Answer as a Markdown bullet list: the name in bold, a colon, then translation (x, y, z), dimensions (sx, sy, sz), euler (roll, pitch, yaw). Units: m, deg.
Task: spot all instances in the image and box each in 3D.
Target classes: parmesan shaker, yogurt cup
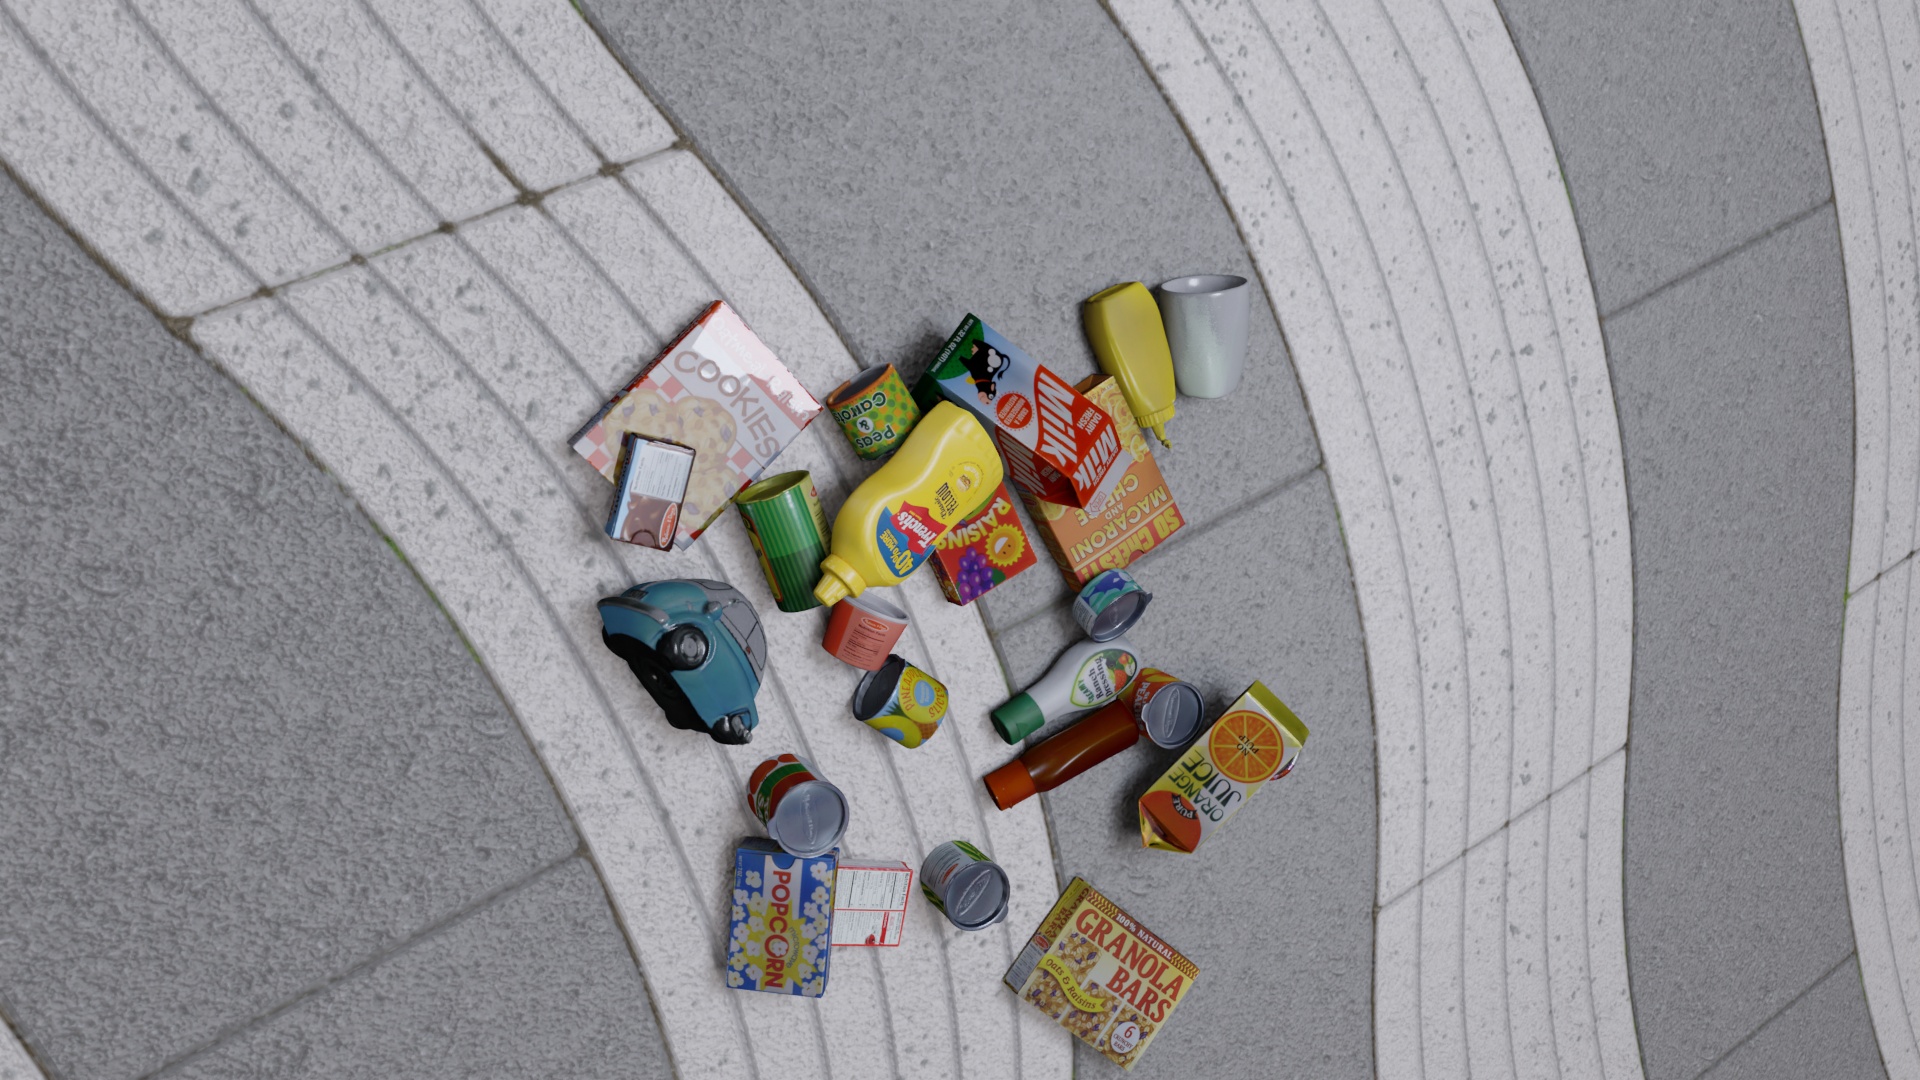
- **parmesan shaker**: translation (-0.139, 0.002, 1.155), dimensions (0.071, 0.071, 0.102), euler (-25, 108, -19)
- **yogurt cup**: translation (-0.084, 0.077, 1.197), dimensions (0.072, 0.072, 0.054), euler (22, 97, -26)

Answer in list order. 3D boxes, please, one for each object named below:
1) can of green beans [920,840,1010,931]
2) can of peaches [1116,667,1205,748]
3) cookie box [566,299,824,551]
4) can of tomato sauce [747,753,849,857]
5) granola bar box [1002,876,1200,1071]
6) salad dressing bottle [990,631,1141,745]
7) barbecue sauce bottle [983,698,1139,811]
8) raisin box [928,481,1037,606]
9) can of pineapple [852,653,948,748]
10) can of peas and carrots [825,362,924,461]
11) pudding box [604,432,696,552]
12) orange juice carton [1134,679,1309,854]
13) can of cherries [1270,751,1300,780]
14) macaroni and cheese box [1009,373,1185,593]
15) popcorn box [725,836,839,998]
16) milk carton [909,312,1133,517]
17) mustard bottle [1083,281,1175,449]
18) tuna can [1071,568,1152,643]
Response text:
- **can of green beans**: translation (0.004, 0.316, 1.275), dimensions (0.071, 0.058, 0.071), euler (-4, 99, -24)
- **can of peaches**: translation (0.190, 0.160, 1.336), dimensions (0.071, 0.058, 0.071), euler (-4, 100, -23)
- **cookie box**: translation (-0.212, -0.094, 1.126), dimensions (0.168, 0.040, 0.122), euler (-47, 113, -10)
- **can of tomato sauce**: translation (-0.141, 0.225, 1.181), dimensions (0.071, 0.083, 0.071), euler (-4, 100, -24)
- **granola bar box**: translation (0.140, 0.426, 1.364), dimensions (0.165, 0.039, 0.124), euler (41, 81, -24)
- **salad dressing bottle**: translation (0.098, 0.139, 1.298), dimensions (0.148, 0.044, 0.064), euler (-30, 119, -17)
- **barbecue sauce bottle**: translation (0.094, 0.203, 1.301), dimensions (0.149, 0.064, 0.044), euler (-27, 64, -11)
- **raisin box**: translation (0.004, -0.015, 1.236), dimensions (0.086, 0.040, 0.123), euler (-31, 108, -18)
- **can of pineapple**: translation (-0.051, 0.141, 1.218), dimensions (0.058, 0.071, 0.071), euler (35, 83, -26)
- **can of peas and carrots**: translation (-0.072, -0.108, 1.170), dimensions (0.071, 0.071, 0.058), euler (-37, 110, -15)
- **pudding box**: translation (-0.242, -0.038, 1.082), dimensions (0.050, 0.030, 0.083), euler (13, 94, -26)
- **orange juice carton**: translation (0.239, 0.229, 1.328), dimensions (0.073, 0.072, 0.192), euler (45, 106, 11)
- **can of cherries**: translation (0.295, 0.202, 1.390), dimensions (0.071, 0.058, 0.071), euler (-4, 100, -24)
- **macaroni and cheese box**: translation (0.121, -0.051, 1.282), dimensions (0.124, 0.040, 0.166), euler (-35, 110, -15)
- **popcorn box**: translation (-0.153, 0.325, 1.198), dimensions (0.085, 0.038, 0.126), euler (6, 96, 5)
- **milk carton**: translation (0.056, -0.101, 1.187), dimensions (0.190, 0.073, 0.072), euler (36, 69, -4)
- **mustard bottle**: translation (0.164, -0.156, 1.282), dimensions (0.065, 0.049, 0.159), euler (-27, 108, -20)
- **tuna can**: translation (0.139, 0.058, 1.278), dimensions (0.071, 0.033, 0.070), euler (-27, 146, -20)
